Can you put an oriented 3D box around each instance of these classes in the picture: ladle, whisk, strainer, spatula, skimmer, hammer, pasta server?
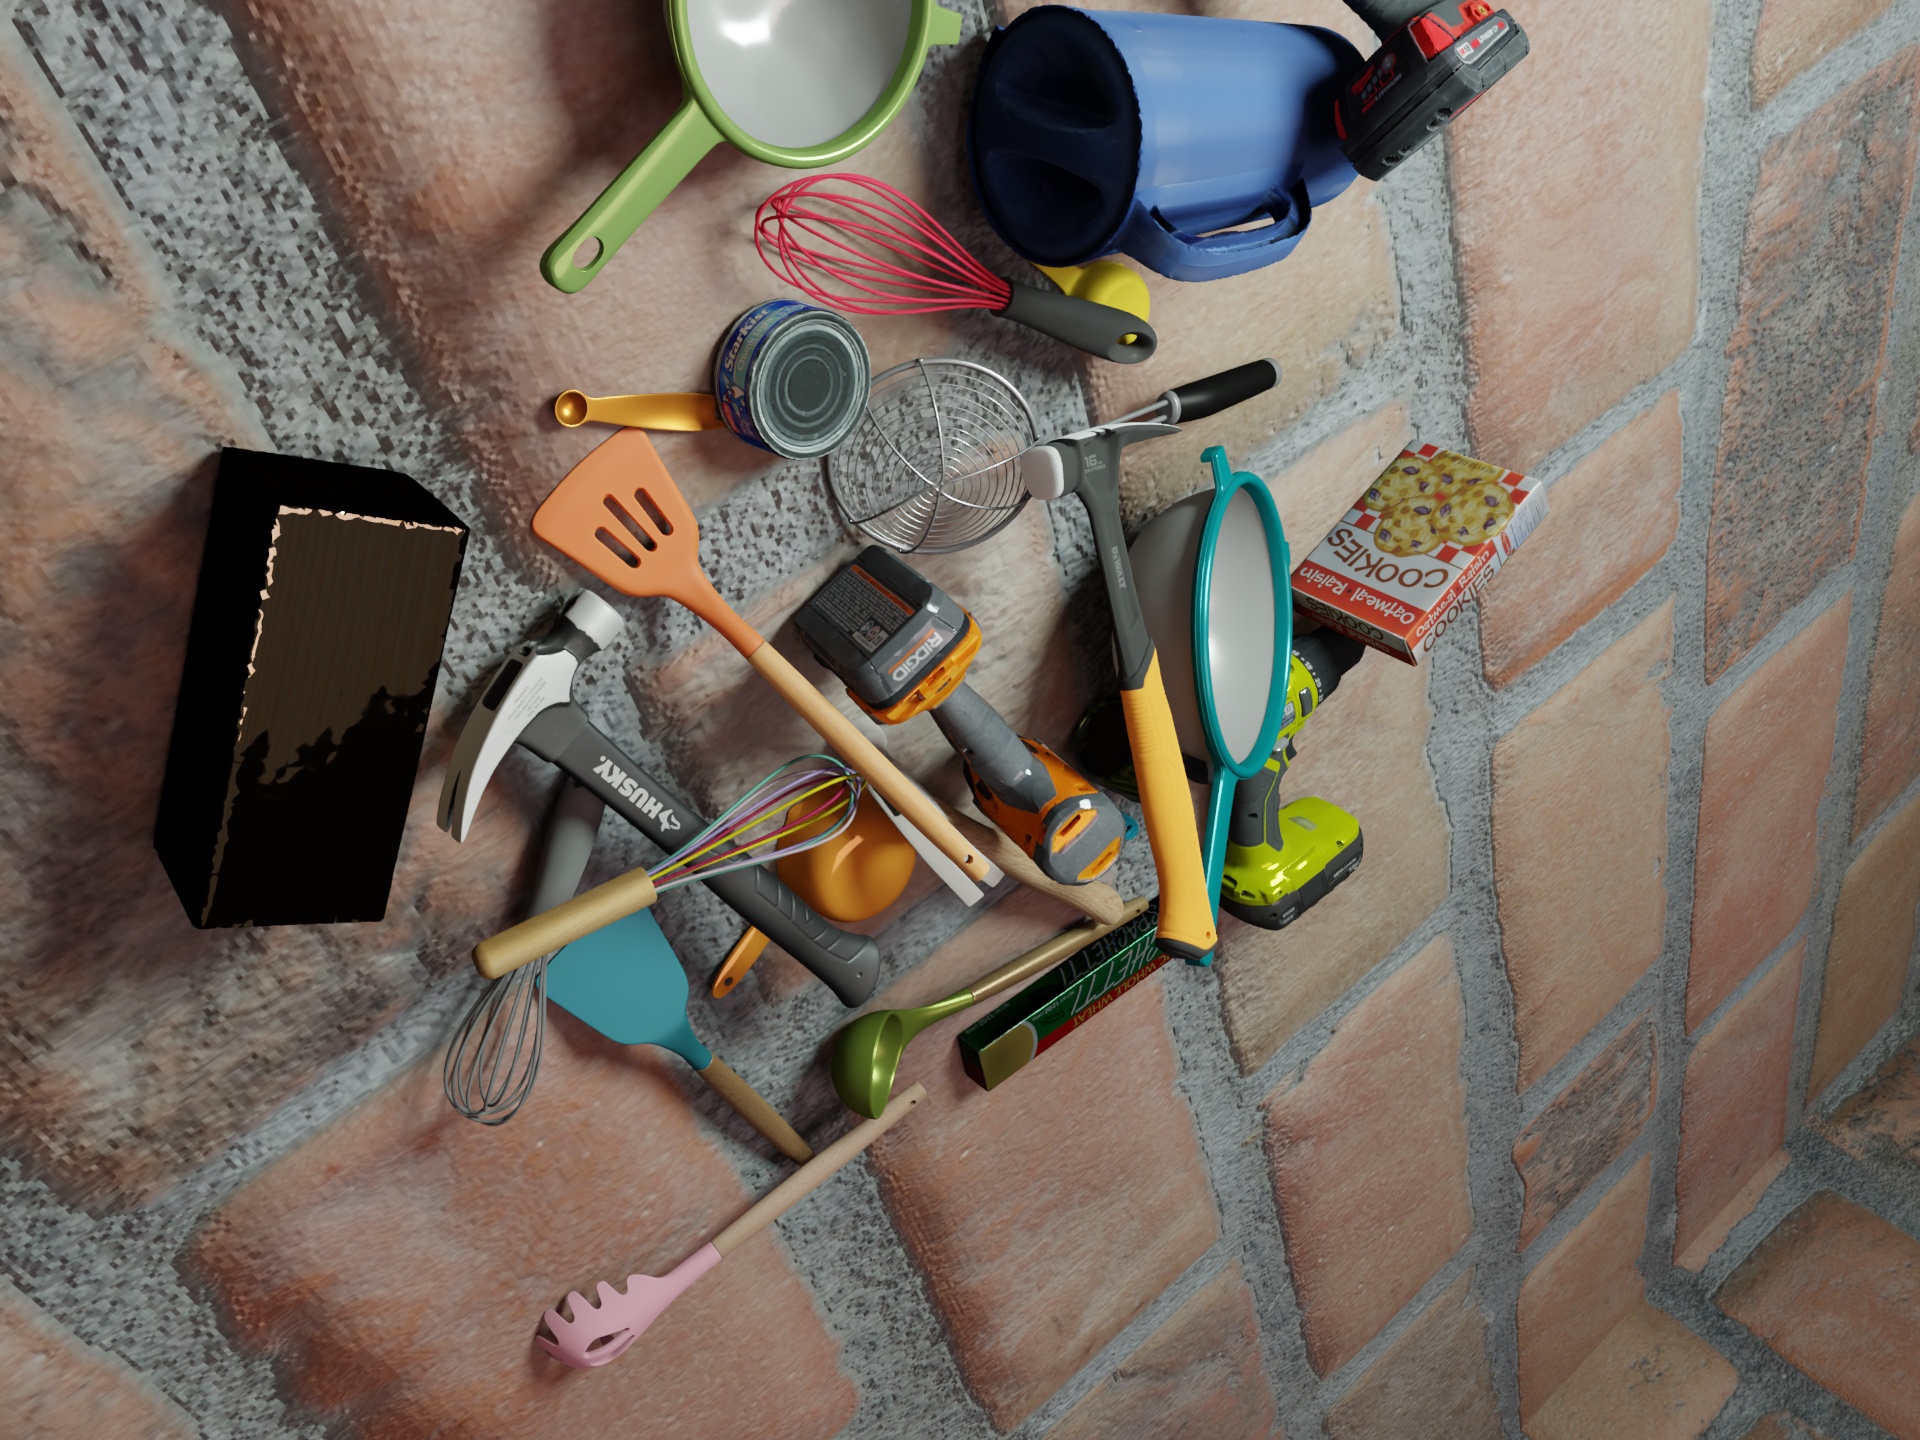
[{"bbox_3d":[0.034,0.206,1.210,0.320,0.062,0.078,-23,127,-33],"label":"ladle"},{"bbox_3d":[-0.155,0.080,0.887,0.245,0.047,0.051,-25,100,-27],"label":"whisk"},{"bbox_3d":[0.151,-0.004,1.096,0.210,0.095,0.340,32,64,-60],"label":"strainer"},{"bbox_3d":[-0.097,-0.022,0.892,0.322,0.041,0.081,45,80,-10],"label":"spatula"},{"bbox_3d":[-0.123,-0.310,0.766,0.256,0.069,0.151,-50,138,-5],"label":"strainer"},{"bbox_3d":[0.075,-0.199,1.030,0.363,0.090,0.127,-27,136,-40],"label":"skimmer"},{"bbox_3d":[-0.250,0.128,0.931,0.055,0.055,0.239,13,100,-44],"label":"whisk"},{"bbox_3d":[-0.168,0.233,1.076,0.082,0.044,0.317,-44,139,-13],"label":"spatula"},{"bbox_3d":[0.037,0.097,1.123,0.031,0.130,0.331,-43,145,10],"label":"hammer"},{"bbox_3d":[-0.156,0.355,1.136,0.316,0.040,0.060,-35,132,-19],"label":"pasta server"},{"bbox_3d":[0.117,-0.014,0.982,0.127,0.034,0.336,-24,106,-45],"label":"hammer"},{"bbox_3d":[0.010,-0.248,0.909,0.295,0.073,0.073,6,109,-41],"label":"whisk"},{"bbox_3d":[-0.156,0.081,0.938,0.146,0.035,0.334,-53,129,-13],"label":"hammer"}]

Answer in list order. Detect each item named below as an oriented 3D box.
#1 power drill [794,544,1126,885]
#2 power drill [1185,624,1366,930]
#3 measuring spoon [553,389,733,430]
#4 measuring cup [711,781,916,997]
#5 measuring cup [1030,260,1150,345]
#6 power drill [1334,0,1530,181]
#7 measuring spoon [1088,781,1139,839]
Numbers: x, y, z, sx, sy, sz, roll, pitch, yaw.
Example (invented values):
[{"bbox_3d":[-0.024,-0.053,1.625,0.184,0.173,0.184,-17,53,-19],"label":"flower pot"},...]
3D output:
[{"bbox_3d":[-0.002,-0.003,1.002,0.084,0.164,0.226,-44,123,-3],"label":"power drill"},{"bbox_3d":[0.265,0.040,1.298,0.190,0.080,0.228,-33,129,-22],"label":"power drill"},{"bbox_3d":[-0.167,-0.167,0.855,0.117,0.011,0.021,-8,114,-42],"label":"measuring spoon"},{"bbox_3d":[-0.097,0.123,1.048,0.173,0.052,0.095,-53,136,-7],"label":"measuring cup"},{"bbox_3d":[0.067,-0.277,0.975,0.156,0.029,0.062,29,93,-48],"label":"measuring cup"},{"bbox_3d":[0.192,-0.413,0.871,0.226,0.080,0.188,50,49,-3],"label":"power drill"},{"bbox_3d":[0.101,0.071,1.221,0.128,0.021,0.042,26,95,-55],"label":"measuring spoon"}]
